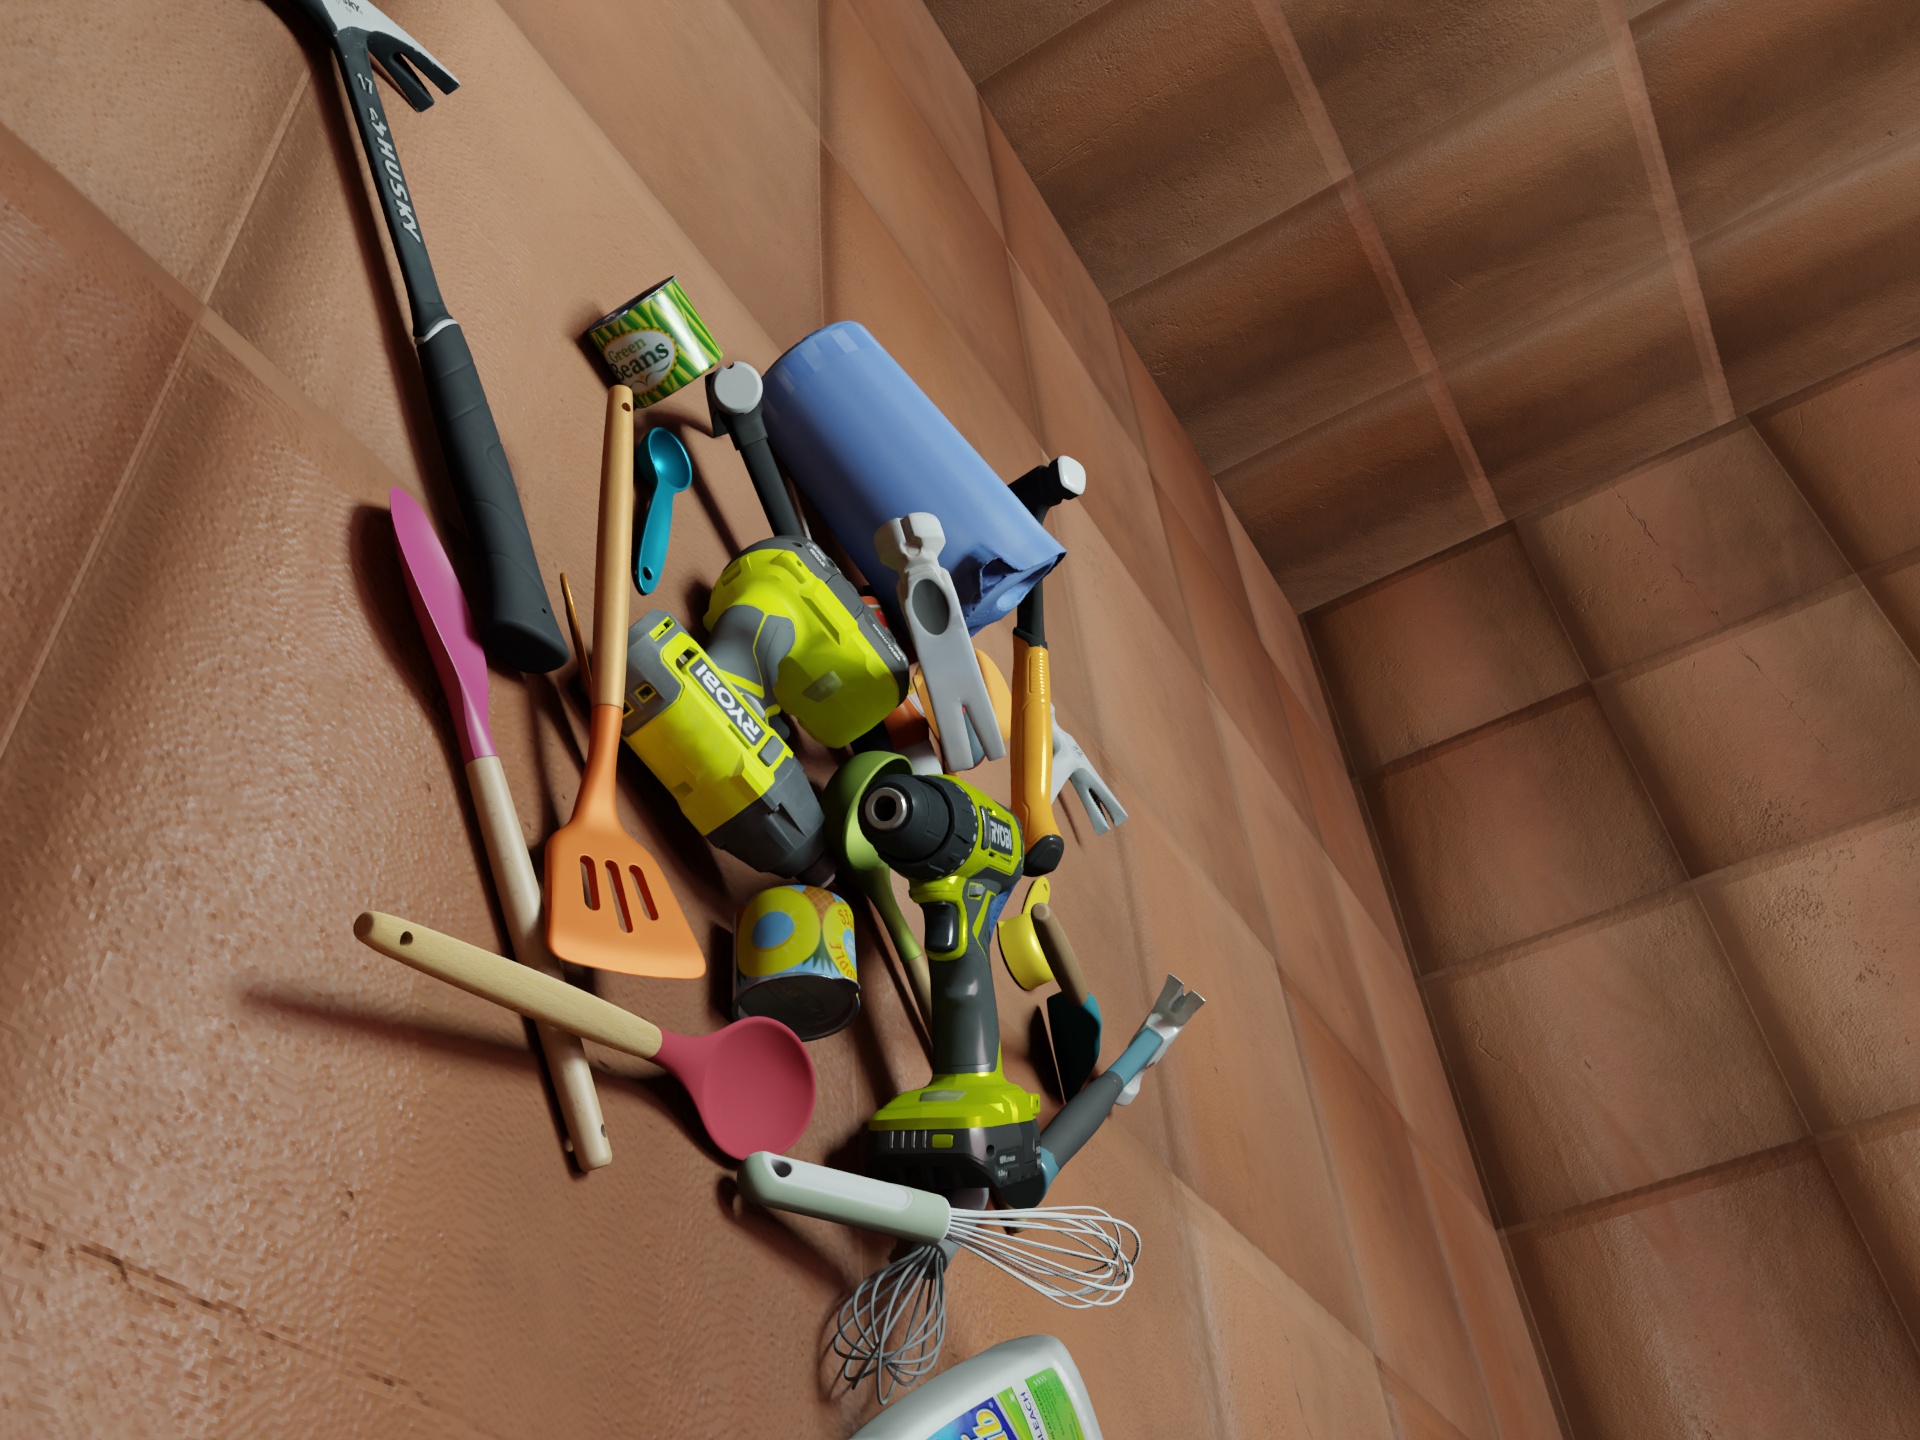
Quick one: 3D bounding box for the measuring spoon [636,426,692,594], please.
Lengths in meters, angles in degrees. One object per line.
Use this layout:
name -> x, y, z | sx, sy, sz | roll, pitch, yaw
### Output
measuring spoon -> -0.189, -0.125, 0.966 | 0.042, 0.021, 0.129 | 45, 36, -44

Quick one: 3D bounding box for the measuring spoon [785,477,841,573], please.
measuring spoon -> -0.106, -0.133, 1.156 | 0.034, 0.018, 0.124 | 105, -30, -51

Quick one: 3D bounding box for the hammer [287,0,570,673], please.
hammer -> -0.271, -0.212, 0.814 | 0.149, 0.036, 0.409 | 15, 53, -67

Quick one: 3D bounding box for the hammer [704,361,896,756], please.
hammer -> -0.096, -0.074, 1.067 | 0.146, 0.035, 0.334 | -149, -143, -78

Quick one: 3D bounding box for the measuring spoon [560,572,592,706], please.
measuring spoon -> -0.189, -0.016, 0.793 | 0.021, 0.011, 0.117 | -169, -112, -77

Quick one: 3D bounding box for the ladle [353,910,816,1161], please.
ladle -> -0.147, 0.133, 0.681 | 0.315, 0.031, 0.069 | 47, 51, -57

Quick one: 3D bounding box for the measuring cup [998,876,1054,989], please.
measuring cup -> 0.065, 0.158, 1.262 | 0.062, 0.029, 0.156 | 61, 21, -13

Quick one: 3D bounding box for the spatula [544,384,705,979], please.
spatula -> -0.165, -0.030, 0.770 | 0.081, 0.041, 0.323 | 17, 59, -39

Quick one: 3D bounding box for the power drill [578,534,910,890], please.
power drill -> -0.109, -0.009, 0.916 | 0.171, 0.080, 0.223 | 51, 24, -11

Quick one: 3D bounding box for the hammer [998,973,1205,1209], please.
hammer -> 0.097, 0.260, 1.099 | 0.033, 0.128, 0.331 | 36, 18, 14

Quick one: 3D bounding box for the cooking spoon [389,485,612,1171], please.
cooking spoon -> -0.206, 0.042, 0.704 | 0.068, 0.017, 0.319 | 69, 1, -78

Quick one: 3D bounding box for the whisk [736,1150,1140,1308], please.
whisk -> -0.005, 0.256, 0.811 | 0.246, 0.059, 0.058 | 24, 21, -29

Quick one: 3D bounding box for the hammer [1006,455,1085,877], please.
hammer -> 0.048, -0.039, 1.232 | 0.034, 0.127, 0.337 | 21, 57, -36

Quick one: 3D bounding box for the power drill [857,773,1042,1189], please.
power drill -> -0.010, 0.142, 0.895 | 0.190, 0.080, 0.229 | 35, 51, -70

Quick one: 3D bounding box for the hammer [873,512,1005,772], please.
hammer -> -0.002, -0.003, 1.031 | 0.386, 0.038, 0.143 | 77, -4, -77

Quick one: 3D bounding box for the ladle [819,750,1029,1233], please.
ladle -> -0.012, 0.172, 1.008 | 0.078, 0.062, 0.320 | -21, 89, -57

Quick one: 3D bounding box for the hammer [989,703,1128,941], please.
hammer -> 0.056, 0.091, 1.293 | 0.144, 0.035, 0.405 | 53, 22, -5

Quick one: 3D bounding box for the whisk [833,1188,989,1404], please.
whisk -> -0.016, 0.295, 0.864 | 0.055, 0.055, 0.239 | 65, 15, 0

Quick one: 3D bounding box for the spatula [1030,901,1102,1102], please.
spatula -> 0.065, 0.181, 1.064 | 0.317, 0.044, 0.082 | 67, 11, -62

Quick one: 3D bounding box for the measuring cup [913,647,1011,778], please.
measuring cup -> 0.012, 0.014, 1.261 | 0.095, 0.052, 0.174 | 48, 23, -40
